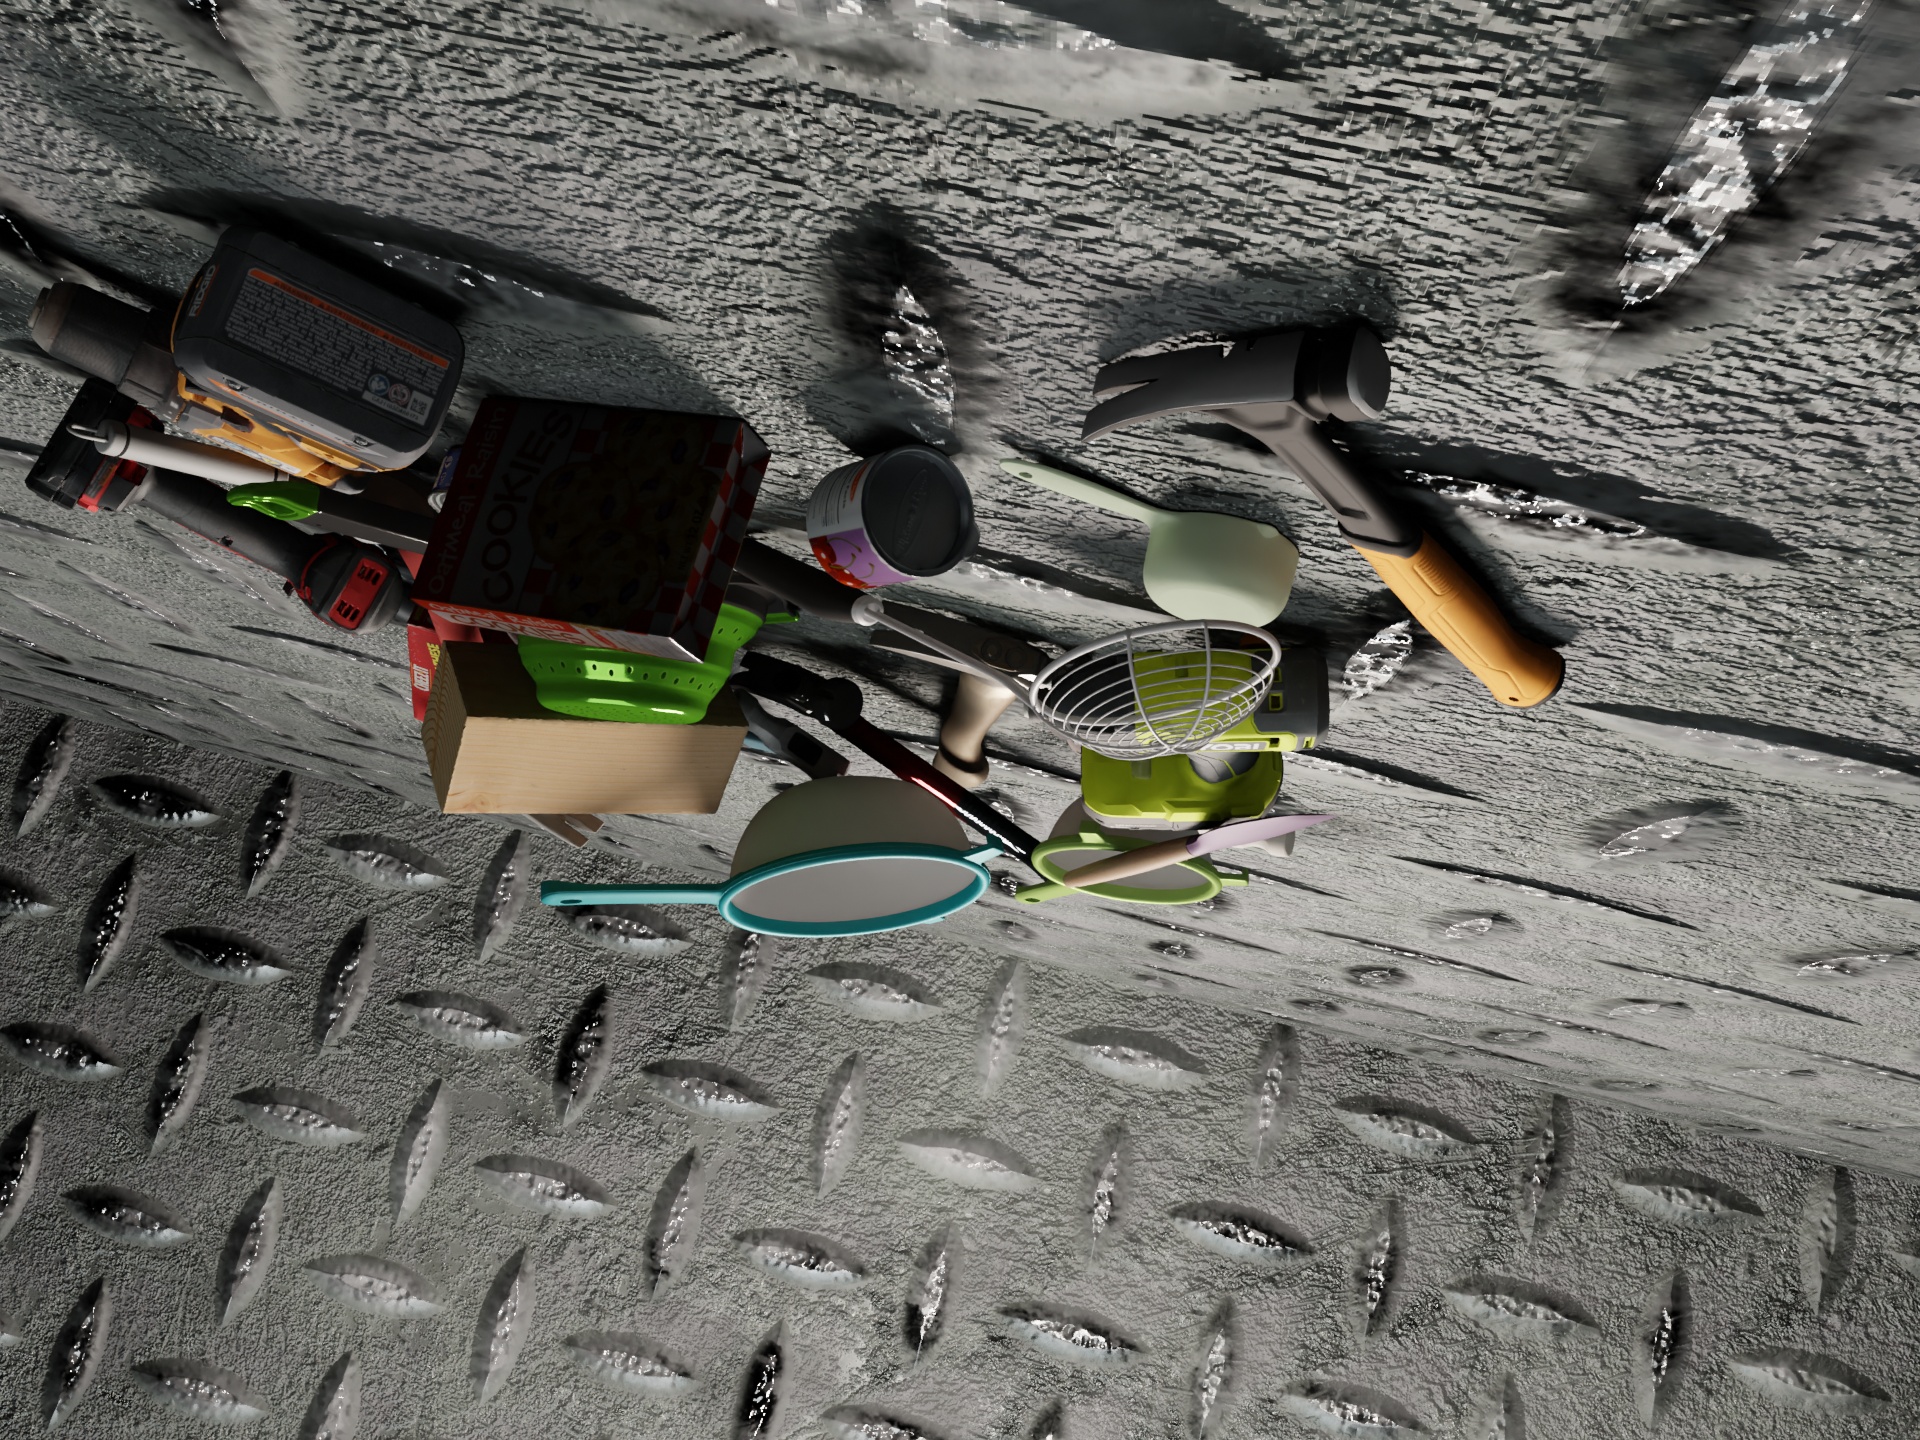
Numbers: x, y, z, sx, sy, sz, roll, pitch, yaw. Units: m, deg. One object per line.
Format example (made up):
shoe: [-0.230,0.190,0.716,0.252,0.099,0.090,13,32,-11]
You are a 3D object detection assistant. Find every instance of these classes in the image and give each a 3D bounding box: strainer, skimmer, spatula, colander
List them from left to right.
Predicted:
strainer: [-0.404,-0.143,0.947,0.087,0.050,0.258,46,-162,27]
colander: [-0.268,-0.060,0.992,0.204,0.094,0.396,0,172,36]
strainer: [-0.148,0.096,1.225,0.340,0.095,0.211,1,156,-16]
skimmer: [0.003,-0.067,0.886,0.364,0.090,0.127,27,-178,36]
strainer: [0.113,0.105,1.301,0.151,0.069,0.256,18,160,-20]
spatula: [0.147,0.091,1.104,0.059,0.018,0.316,1,167,-24]

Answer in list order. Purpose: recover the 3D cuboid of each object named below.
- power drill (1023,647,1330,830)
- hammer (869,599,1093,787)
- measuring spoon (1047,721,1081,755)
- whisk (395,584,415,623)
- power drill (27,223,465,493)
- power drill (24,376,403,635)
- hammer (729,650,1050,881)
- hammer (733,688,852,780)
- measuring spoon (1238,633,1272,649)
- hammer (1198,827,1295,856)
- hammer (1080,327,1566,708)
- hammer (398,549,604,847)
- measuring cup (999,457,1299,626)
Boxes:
power drill: [0.131,0.010,0.992,0.171,0.080,0.223,-1,165,6]
hammer: [-0.002,-0.004,1.227,0.146,0.038,0.410,17,167,-1]
measuring spoon: [0.086,0.017,1.242,0.034,0.018,0.124,24,170,16]
whisk: [-0.395,-0.053,1.426,0.284,0.070,0.070,32,159,-36]
power drill: [-0.367,-0.184,0.811,0.185,0.084,0.226,24,169,-31]
power drill: [-0.473,-0.131,1.031,0.219,0.078,0.143,31,176,-28]
hammer: [-0.027,0.054,1.337,0.143,0.038,0.385,18,166,47]
hammer: [-0.187,0.010,1.375,0.128,0.033,0.331,34,170,-22]
measuring spoon: [0.168,-0.038,0.966,0.021,0.011,0.117,2,170,-2]
hammer: [0.161,0.046,1.263,0.130,0.031,0.331,7,164,29]
hammer: [0.193,-0.076,0.726,0.127,0.034,0.336,2,162,40]
hammer: [-0.360,-0.033,1.196,0.149,0.037,0.358,29,149,16]
measuring cup: [0.090,-0.086,0.786,0.167,0.038,0.083,18,166,-22]
